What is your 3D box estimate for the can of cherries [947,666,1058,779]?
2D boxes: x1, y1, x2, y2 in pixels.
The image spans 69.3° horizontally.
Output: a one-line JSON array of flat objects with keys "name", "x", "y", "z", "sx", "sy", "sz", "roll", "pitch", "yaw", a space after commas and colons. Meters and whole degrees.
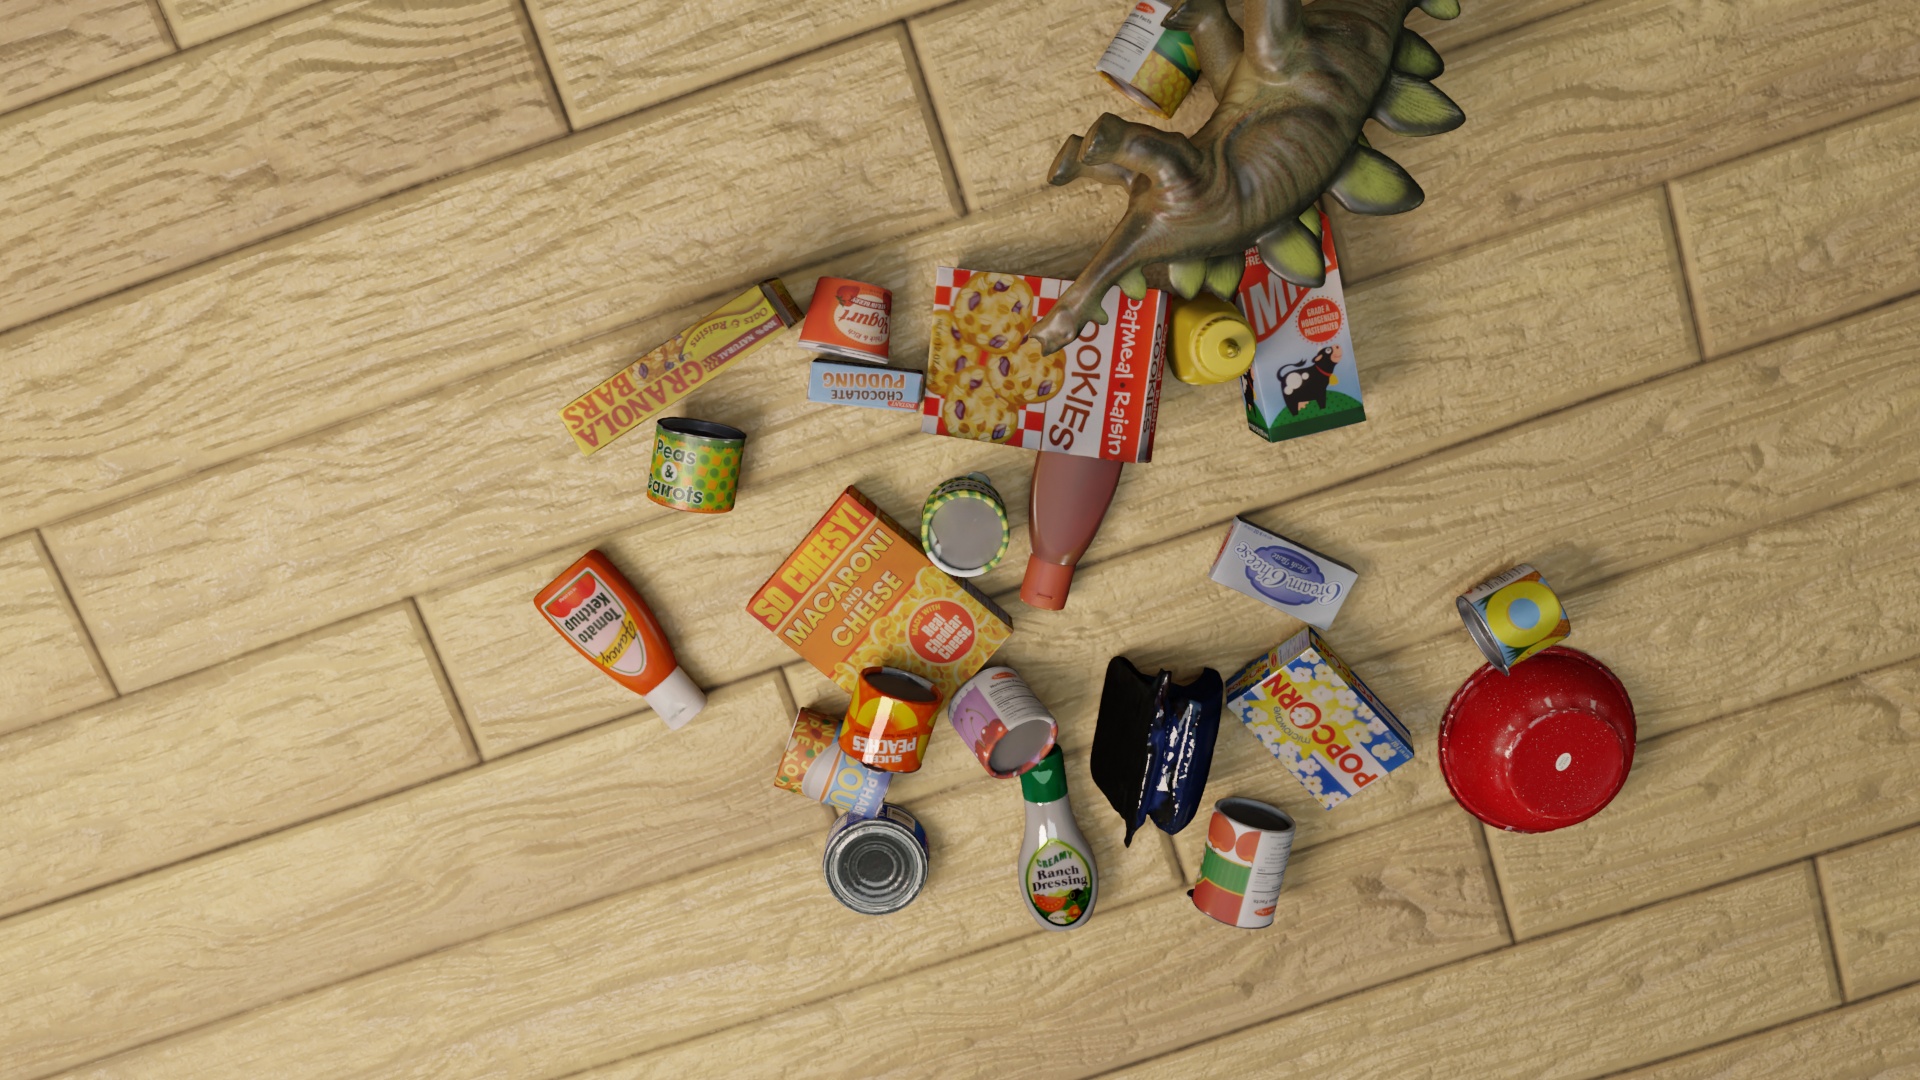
[{"name": "can of cherries", "x": 0.032, "y": 0.142, "z": 1.067, "sx": 0.072, "sy": 0.058, "sz": 0.071, "roll": -21, "pitch": 136, "yaw": -22}]

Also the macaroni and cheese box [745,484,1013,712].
[{"name": "macaroni and cheese box", "x": -0.062, "y": 0.057, "z": 1.070, "sx": 0.166, "sy": 0.040, "sz": 0.123, "roll": 40, "pitch": 99, "yaw": -9}]

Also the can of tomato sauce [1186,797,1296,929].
[{"name": "can of tomato sauce", "x": 0.224, "y": 0.255, "z": 1.106, "sx": 0.071, "sy": 0.071, "sz": 0.083, "roll": 10, "pitch": 102, "yaw": -3}]

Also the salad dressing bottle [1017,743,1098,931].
[{"name": "salad dressing bottle", "x": 0.073, "y": 0.236, "z": 1.109, "sx": 0.064, "sy": 0.044, "sz": 0.147, "roll": -9, "pitch": 102, "yaw": 2}]

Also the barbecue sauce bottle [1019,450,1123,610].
[{"name": "barbecue sauce bottle", "x": 0.080, "y": -0.021, "z": 1.054, "sx": 0.065, "sy": 0.044, "sz": 0.148, "roll": 15, "pitch": 102, "yaw": 2}]

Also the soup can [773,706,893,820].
[{"name": "soup can", "x": -0.096, "y": 0.174, "z": 1.078, "sx": 0.084, "sy": 0.071, "sz": 0.071, "roll": 19, "pitch": 101, "yaw": -5}]

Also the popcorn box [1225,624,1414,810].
[{"name": "popcorn box", "x": 0.280, "y": 0.140, "z": 1.085, "sx": 0.085, "sy": 0.038, "sz": 0.126, "roll": -40, "pitch": 101, "yaw": 25}]

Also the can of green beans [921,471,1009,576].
[{"name": "can of green beans", "x": 0.003, "y": -0.011, "z": 1.048, "sx": 0.071, "sy": 0.058, "sz": 0.071, "roll": 0, "pitch": 102, "yaw": -1}]

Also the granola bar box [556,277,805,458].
[{"name": "granola bar box", "x": -0.194, "y": -0.126, "z": 0.985, "sx": 0.165, "sy": 0.124, "sz": 0.039, "roll": -31, "pitch": 101, "yaw": 5}]

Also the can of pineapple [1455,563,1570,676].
[{"name": "can of pineapple", "x": 0.425, "y": 0.060, "z": 1.066, "sx": 0.058, "sy": 0.071, "sz": 0.071, "roll": -29, "pitch": 101, "yaw": 5}]

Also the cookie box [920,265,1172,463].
[{"name": "cookie box", "x": 0.061, "y": -0.128, "z": 1.002, "sx": 0.167, "sy": 0.040, "sz": 0.122, "roll": 10, "pitch": 100, "yaw": 20}]

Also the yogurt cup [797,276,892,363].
[{"name": "yogurt cup", "x": -0.081, "y": -0.161, "z": 1.012, "sx": 0.072, "sy": 0.072, "sz": 0.054, "roll": 11, "pitch": 94, "yaw": -3}]

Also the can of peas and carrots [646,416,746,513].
[{"name": "can of peas and carrots", "x": -0.197, "y": -0.055, "z": 1.028, "sx": 0.071, "sy": 0.071, "sz": 0.058, "roll": 11, "pitch": 103, "yaw": -3}]

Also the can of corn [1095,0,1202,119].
[{"name": "can of corn", "x": 0.139, "y": -0.337, "z": 0.977, "sx": 0.071, "sy": 0.071, "sz": 0.058, "roll": 33, "pitch": 101, "yaw": -8}]

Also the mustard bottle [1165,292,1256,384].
[{"name": "mustard bottle", "x": 0.176, "y": -0.138, "z": 0.972, "sx": 0.049, "sy": 0.160, "sz": 0.065, "roll": -11, "pitch": 104, "yaw": 0}]

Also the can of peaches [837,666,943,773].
[{"name": "can of peaches", "x": -0.052, "y": 0.133, "z": 1.030, "sx": 0.071, "sy": 0.071, "sz": 0.058, "roll": 17, "pitch": 102, "yaw": -5}]

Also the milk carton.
[{"name": "milk carton", "x": 0.233, "y": -0.174, "z": 1.010, "sx": 0.073, "sy": 0.072, "sz": 0.190, "roll": -14, "pitch": 102, "yaw": 1}]

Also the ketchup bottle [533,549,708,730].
[{"name": "ketchup bottle", "x": -0.256, "y": 0.080, "z": 1.070, "sx": 0.064, "sy": 0.043, "sz": 0.148, "roll": -39, "pitch": 101, "yaw": 7}]

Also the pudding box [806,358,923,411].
[{"name": "pudding box", "x": -0.070, "y": -0.115, "z": 1.028, "sx": 0.084, "sy": 0.050, "sz": 0.030, "roll": 6, "pitch": 101, "yaw": -2}]

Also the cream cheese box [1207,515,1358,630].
[{"name": "cream cheese box", "x": 0.249, "y": 0.026, "z": 1.078, "sx": 0.104, "sy": 0.024, "sz": 0.053, "roll": 23, "pitch": 102, "yaw": -6}]
